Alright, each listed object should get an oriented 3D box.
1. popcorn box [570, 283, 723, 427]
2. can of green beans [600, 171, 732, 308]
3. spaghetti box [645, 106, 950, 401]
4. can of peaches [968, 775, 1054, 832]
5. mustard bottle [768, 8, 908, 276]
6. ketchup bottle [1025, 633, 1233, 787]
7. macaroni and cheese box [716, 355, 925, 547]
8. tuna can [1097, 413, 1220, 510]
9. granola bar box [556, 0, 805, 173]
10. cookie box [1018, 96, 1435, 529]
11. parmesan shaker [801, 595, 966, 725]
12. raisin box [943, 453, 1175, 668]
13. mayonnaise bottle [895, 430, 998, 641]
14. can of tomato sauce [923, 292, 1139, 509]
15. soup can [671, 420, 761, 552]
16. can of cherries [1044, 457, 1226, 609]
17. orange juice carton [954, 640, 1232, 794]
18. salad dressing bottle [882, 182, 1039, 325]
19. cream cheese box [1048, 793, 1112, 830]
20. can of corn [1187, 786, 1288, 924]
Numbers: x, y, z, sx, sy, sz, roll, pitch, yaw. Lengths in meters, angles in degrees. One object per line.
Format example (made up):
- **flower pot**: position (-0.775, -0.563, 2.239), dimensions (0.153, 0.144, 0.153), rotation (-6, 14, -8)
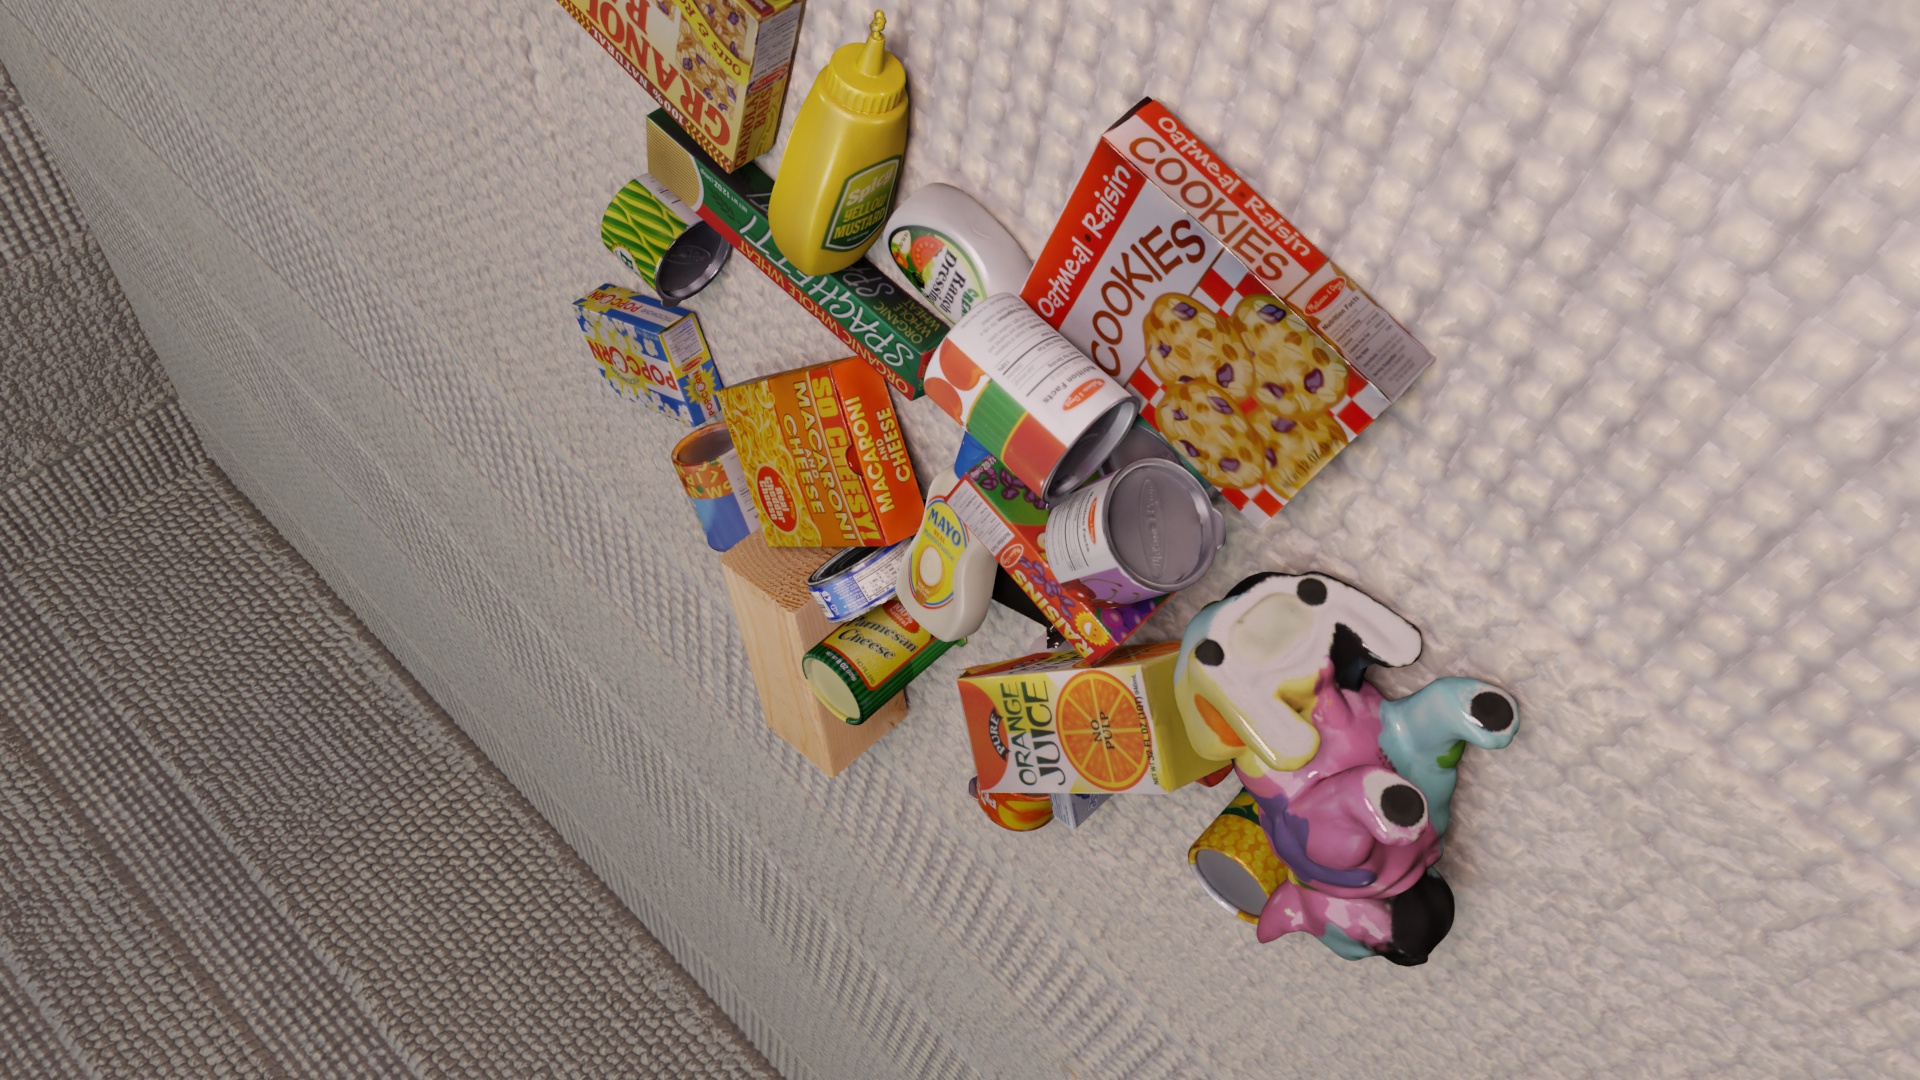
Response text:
- **popcorn box**: position (-0.243, -0.146, 1.085), dimensions (0.127, 0.038, 0.084), rotation (23, 142, 41)
- **can of green beans**: position (-0.195, -0.202, 0.923), dimensions (0.058, 0.071, 0.071), rotation (41, 150, 17)
- **spaghetti box**: position (-0.103, -0.181, 0.857), dimensions (0.250, 0.029, 0.050), rotation (42, 151, 16)
- **can of peaches**: position (0.045, 0.171, 1.012), dimensions (0.071, 0.071, 0.057), rotation (41, 149, 17)
- **mustard bottle**: position (-0.059, -0.208, 0.728), dimensions (0.049, 0.065, 0.159), rotation (48, 148, 14)
- **ketchup bottle**: position (0.104, 0.099, 0.872), dimensions (0.149, 0.044, 0.064), rotation (22, 137, 41)
- **macaroni and cheese box**: position (-0.098, -0.057, 0.955), dimensions (0.166, 0.040, 0.123), rotation (-1, 110, 55)
- **tuna can**: position (0.103, -0.043, 0.719), dimensions (0.071, 0.033, 0.070), rotation (35, 148, 26)
- **granola bar box**: position (-0.164, -0.308, 0.784), dimensions (0.165, 0.039, 0.123), rotation (46, 150, 8)
- **cookie box**: position (0.113, -0.099, 0.633), dimensions (0.167, 0.040, 0.122), rotation (45, 152, 8)
- **parmesan shaker**: position (-0.055, 0.081, 1.014), dimensions (0.071, 0.103, 0.071), rotation (35, 147, 26)
- **raisin box**: position (0.064, -0.005, 0.763), dimensions (0.123, 0.086, 0.040), rotation (48, 149, 5)
- **mayonnaise bottle**: position (0.003, -0.011, 0.848), dimensions (0.065, 0.041, 0.147), rotation (44, 133, 32)
- **can of tomato sauce**: position (0.033, -0.068, 0.671), dimensions (0.083, 0.071, 0.070), rotation (43, 150, 16)
- **soup can**: position (-0.184, -0.043, 1.091), dimensions (0.071, 0.071, 0.083), rotation (19, 138, 44)
- **can of cherries**: position (0.086, -0.001, 0.689), dimensions (0.071, 0.072, 0.058), rotation (54, 151, -6)
- **orange juice carton**: position (0.066, 0.105, 0.823), dimensions (0.192, 0.073, 0.071), rotation (-11, 91, 48)
- **salad dressing bottle**: position (0.024, -0.122, 0.728), dimensions (0.148, 0.044, 0.064), rotation (46, 149, 8)
- **cream cheese box**: position (0.080, 0.145, 0.949), dimensions (0.024, 0.053, 0.103), rotation (26, 142, 41)
- **can of corn**: position (0.183, 0.192, 0.852), dimensions (0.071, 0.058, 0.070), rotation (35, 148, 26)
